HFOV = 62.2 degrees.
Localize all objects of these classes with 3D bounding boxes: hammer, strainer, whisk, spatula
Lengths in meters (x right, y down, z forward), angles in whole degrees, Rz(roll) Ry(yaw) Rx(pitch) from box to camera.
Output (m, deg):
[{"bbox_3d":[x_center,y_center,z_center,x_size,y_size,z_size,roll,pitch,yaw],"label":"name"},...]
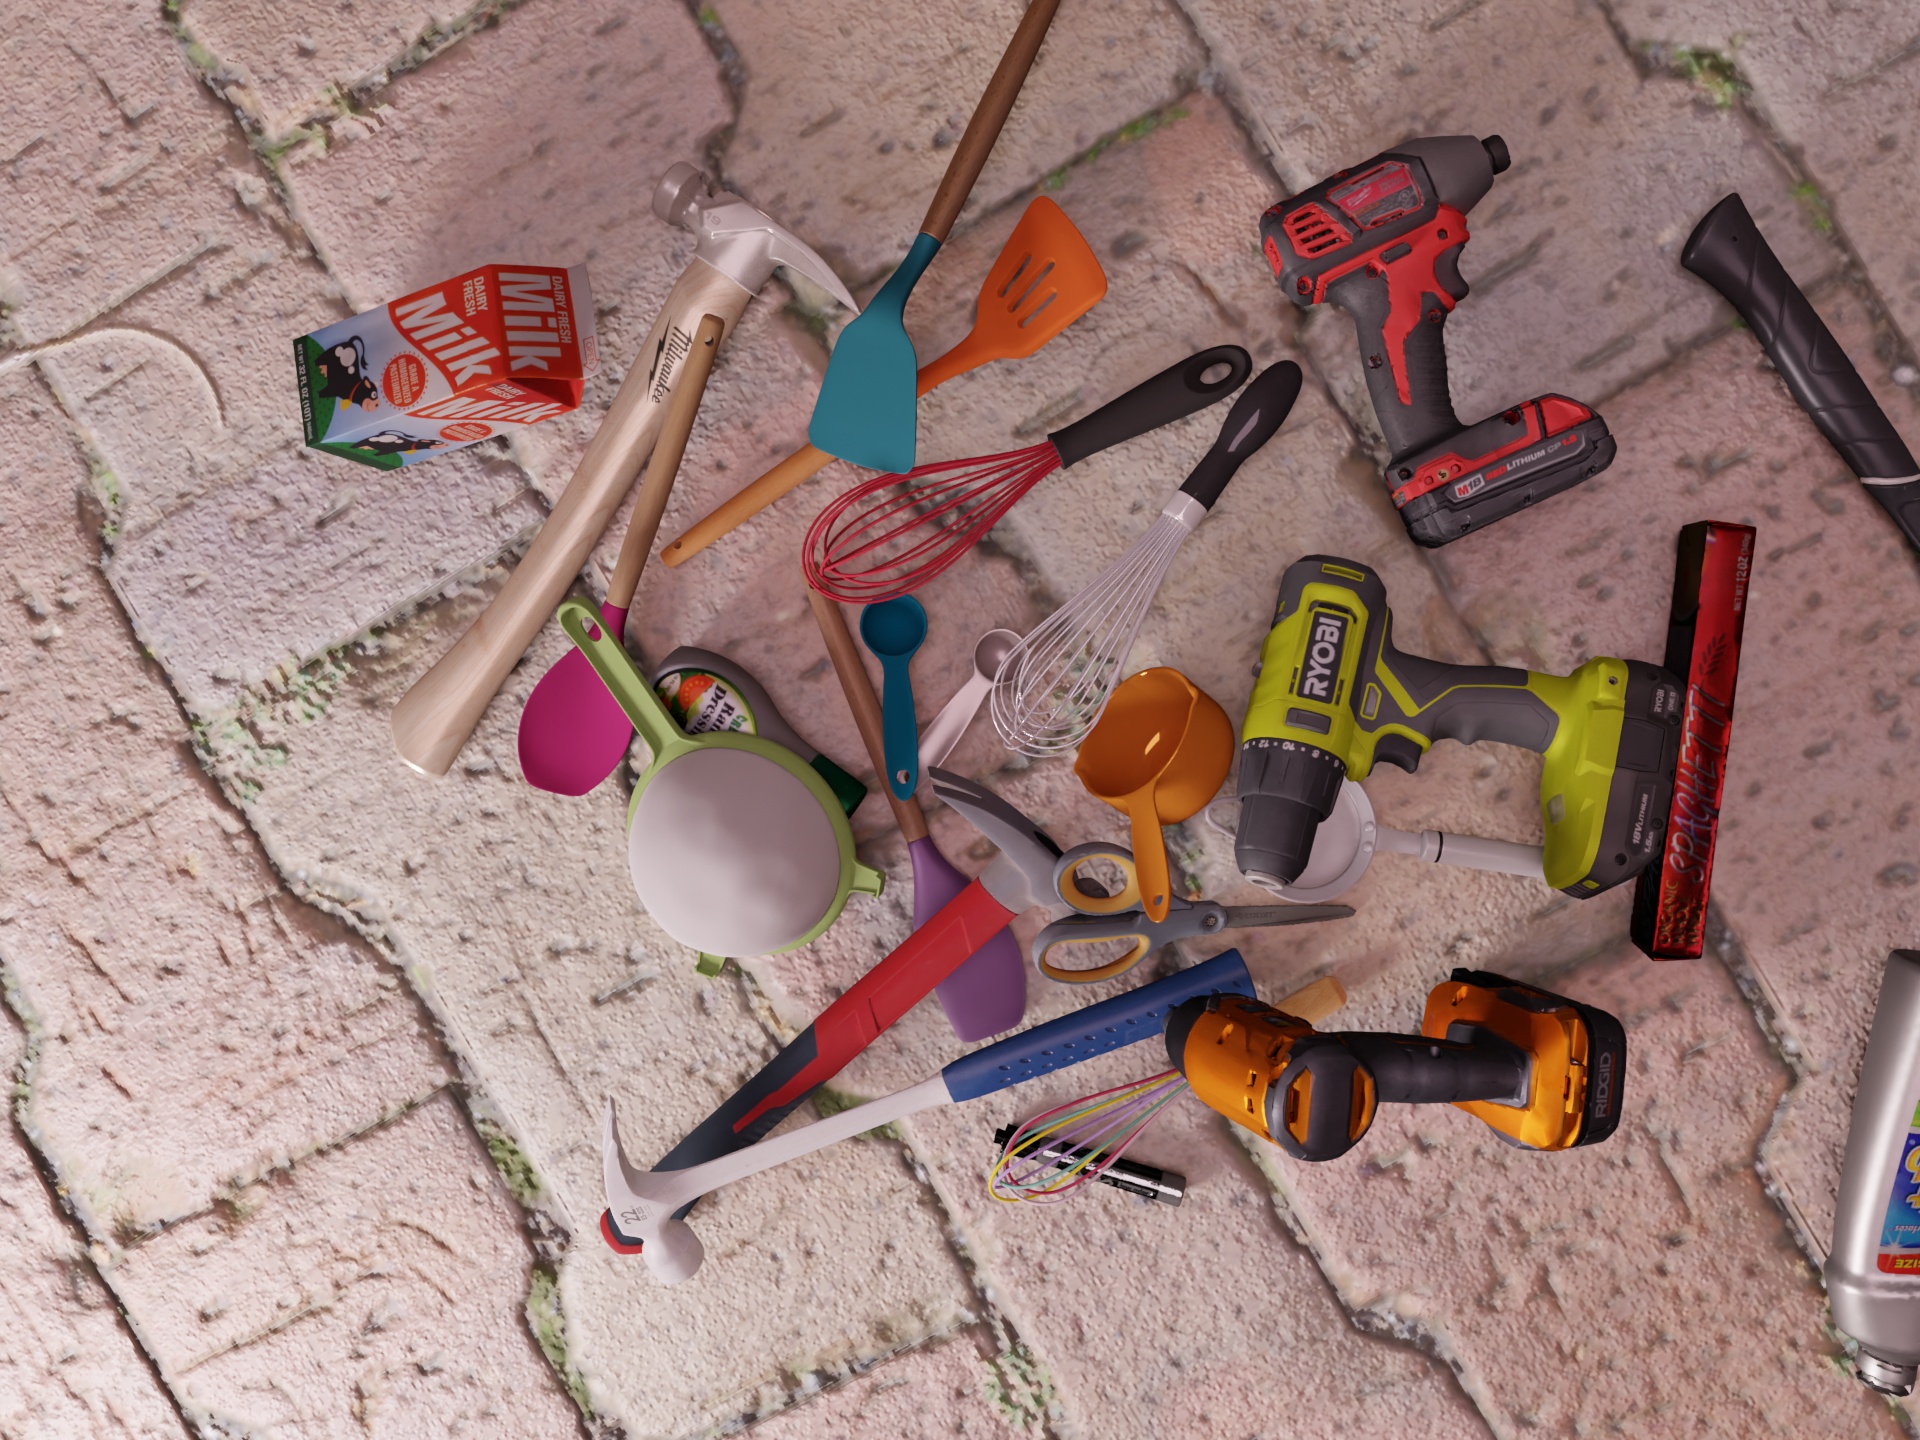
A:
[{"bbox_3d":[-0.224,-0.134,0.994,0.146,0.038,0.410,35,97,3],"label":"hammer"},{"bbox_3d":[0.542,-0.123,0.896,0.149,0.036,0.409,-35,88,7],"label":"hammer"},{"bbox_3d":[-0.094,0.192,0.966,0.386,0.038,0.143,-43,116,14],"label":"hammer"},{"bbox_3d":[-0.019,0.220,0.951,0.405,0.035,0.143,-20,126,-1],"label":"hammer"},{"bbox_3d":[0.269,0.075,0.941,0.258,0.050,0.087,8,83,1],"label":"strainer"},{"bbox_3d":[0.040,-0.151,0.951,0.296,0.073,0.073,-26,90,1],"label":"whisk"},{"bbox_3d":[-0.034,0.049,0.989,0.060,0.018,0.316,-22,92,9],"label":"spatula"},{"bbox_3d":[-0.056,-0.190,0.966,0.322,0.041,0.081,-34,69,10],"label":"spatula"},{"bbox_3d":[-0.171,0.043,0.946,0.151,0.069,0.256,-28,102,24],"label":"strainer"},{"bbox_3d":[0.113,-0.098,0.940,0.070,0.070,0.284,37,89,4],"label":"whisk"},{"bbox_3d":[0.124,0.223,0.961,0.245,0.051,0.047,-30,101,-2],"label":"whisk"},{"bbox_3d":[-0.004,-0.301,0.942,0.082,0.044,0.317,22,83,32],"label":"spatula"}]

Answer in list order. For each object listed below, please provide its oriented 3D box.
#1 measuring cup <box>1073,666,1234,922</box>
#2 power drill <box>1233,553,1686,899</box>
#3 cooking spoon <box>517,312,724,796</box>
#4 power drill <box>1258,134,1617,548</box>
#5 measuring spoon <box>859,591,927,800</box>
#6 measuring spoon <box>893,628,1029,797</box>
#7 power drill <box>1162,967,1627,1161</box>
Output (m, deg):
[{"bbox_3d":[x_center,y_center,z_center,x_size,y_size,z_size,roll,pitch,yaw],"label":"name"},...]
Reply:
[{"bbox_3d":[0.119,0.050,0.905,0.052,0.174,0.095,32,129,-33],"label":"measuring cup"},{"bbox_3d":[0.271,0.022,0.898,0.228,0.080,0.191,14,75,6],"label":"power drill"},{"bbox_3d":[-0.201,-0.095,0.972,0.068,0.017,0.318,16,108,-20],"label":"cooking spoon"},{"bbox_3d":[0.277,-0.221,0.906,0.143,0.078,0.220,-25,87,8],"label":"power drill"},{"bbox_3d":[-0.038,-0.014,0.977,0.042,0.021,0.129,-4,85,4],"label":"measuring spoon"},{"bbox_3d":[-0.002,-0.003,0.978,0.034,0.018,0.124,37,93,5],"label":"measuring spoon"},{"bbox_3d":[0.230,0.186,0.886,0.226,0.164,0.084,2,94,-21],"label":"power drill"}]
